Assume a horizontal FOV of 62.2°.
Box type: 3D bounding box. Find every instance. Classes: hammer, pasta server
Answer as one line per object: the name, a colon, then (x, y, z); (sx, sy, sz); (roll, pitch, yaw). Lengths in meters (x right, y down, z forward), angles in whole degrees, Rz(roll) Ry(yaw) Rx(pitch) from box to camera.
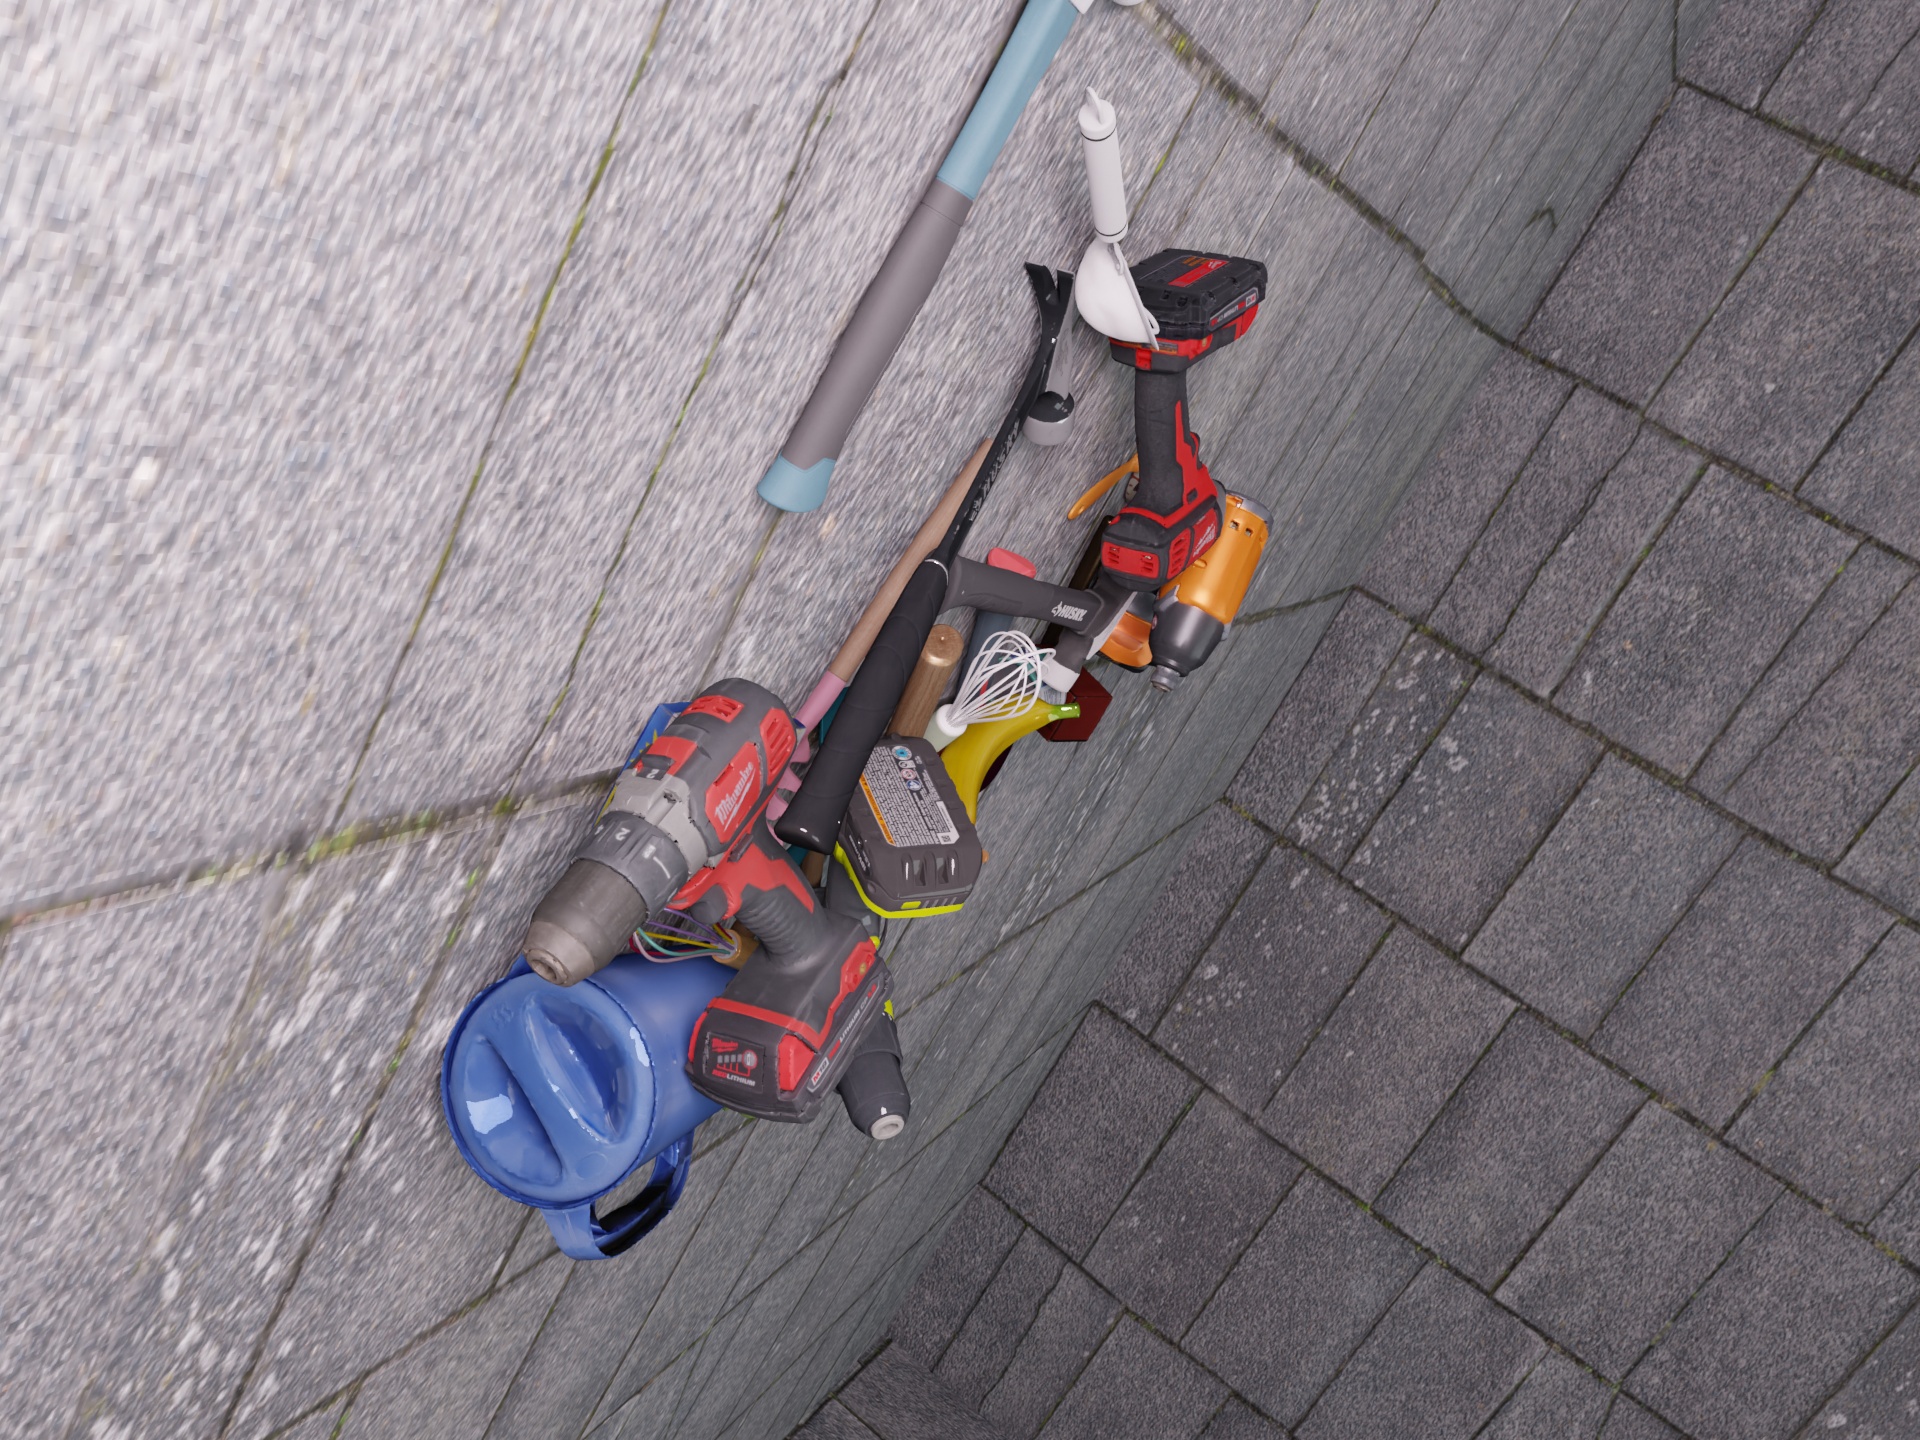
hammer: (-0.009, -0.250, 0.788); (0.331, 0.033, 0.128); (-59, 164, 13)
hammer: (0.054, -0.092, 1.144); (0.146, 0.035, 0.334); (-56, 160, 13)
hammer: (-0.008, -0.094, 0.901); (0.149, 0.036, 0.409); (90, 21, -55)
hammer: (-0.053, 0.042, 1.132); (0.331, 0.031, 0.130); (114, 1, -51)
pasta server: (-0.059, -0.047, 1.038); (0.316, 0.040, 0.060); (-56, 172, -2)
hammer: (-0.008, 0.014, 1.304); (0.143, 0.038, 0.386); (-41, 158, -37)

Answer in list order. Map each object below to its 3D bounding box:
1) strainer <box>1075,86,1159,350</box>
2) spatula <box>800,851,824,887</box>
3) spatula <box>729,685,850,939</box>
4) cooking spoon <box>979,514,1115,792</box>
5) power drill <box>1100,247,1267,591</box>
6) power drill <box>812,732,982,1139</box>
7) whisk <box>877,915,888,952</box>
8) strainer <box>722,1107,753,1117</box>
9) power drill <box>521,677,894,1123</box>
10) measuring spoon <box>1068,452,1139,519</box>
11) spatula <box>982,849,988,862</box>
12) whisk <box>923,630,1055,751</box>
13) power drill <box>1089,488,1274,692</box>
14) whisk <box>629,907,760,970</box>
strainer: (0.084, -0.280, 0.912); (0.050, 0.087, 0.258); (-22, 163, 3)
spatula: (-0.126, 0.161, 1.292); (0.060, 0.018, 0.315); (-48, 164, -33)
spatula: (-0.143, 0.113, 1.146); (0.317, 0.044, 0.082); (-56, 166, 19)
cooking spoon: (0.072, -0.050, 1.440); (0.069, 0.017, 0.318); (-30, 151, -53)
power drill: (0.157, -0.213, 1.133); (0.143, 0.079, 0.219); (-39, 137, -45)
power drill: (-0.059, 0.141, 1.040); (0.080, 0.191, 0.228); (-3, 133, -25)
whisk: (-0.067, 0.115, 1.317); (0.055, 0.055, 0.238); (-33, 148, -53)
strainer: (-0.145, 0.255, 1.334); (0.151, 0.069, 0.256); (-54, 165, -10)
power drill: (-0.129, 0.115, 0.834); (0.188, 0.080, 0.226); (-55, 141, -39)
measuring spoon: (0.123, -0.193, 1.316); (0.117, 0.011, 0.021); (-42, 159, -40)
spatula: (-0.010, 0.112, 1.348); (0.081, 0.041, 0.322); (-67, 164, -1)
whisk: (-0.002, -0.004, 1.150); (0.059, 0.058, 0.246); (-17, 169, -31)
power drill: (0.169, -0.097, 1.326); (0.164, 0.084, 0.226); (-66, -168, -7)
whisk: (-0.147, 0.132, 0.957); (0.047, 0.051, 0.244); (-46, 156, -2)
